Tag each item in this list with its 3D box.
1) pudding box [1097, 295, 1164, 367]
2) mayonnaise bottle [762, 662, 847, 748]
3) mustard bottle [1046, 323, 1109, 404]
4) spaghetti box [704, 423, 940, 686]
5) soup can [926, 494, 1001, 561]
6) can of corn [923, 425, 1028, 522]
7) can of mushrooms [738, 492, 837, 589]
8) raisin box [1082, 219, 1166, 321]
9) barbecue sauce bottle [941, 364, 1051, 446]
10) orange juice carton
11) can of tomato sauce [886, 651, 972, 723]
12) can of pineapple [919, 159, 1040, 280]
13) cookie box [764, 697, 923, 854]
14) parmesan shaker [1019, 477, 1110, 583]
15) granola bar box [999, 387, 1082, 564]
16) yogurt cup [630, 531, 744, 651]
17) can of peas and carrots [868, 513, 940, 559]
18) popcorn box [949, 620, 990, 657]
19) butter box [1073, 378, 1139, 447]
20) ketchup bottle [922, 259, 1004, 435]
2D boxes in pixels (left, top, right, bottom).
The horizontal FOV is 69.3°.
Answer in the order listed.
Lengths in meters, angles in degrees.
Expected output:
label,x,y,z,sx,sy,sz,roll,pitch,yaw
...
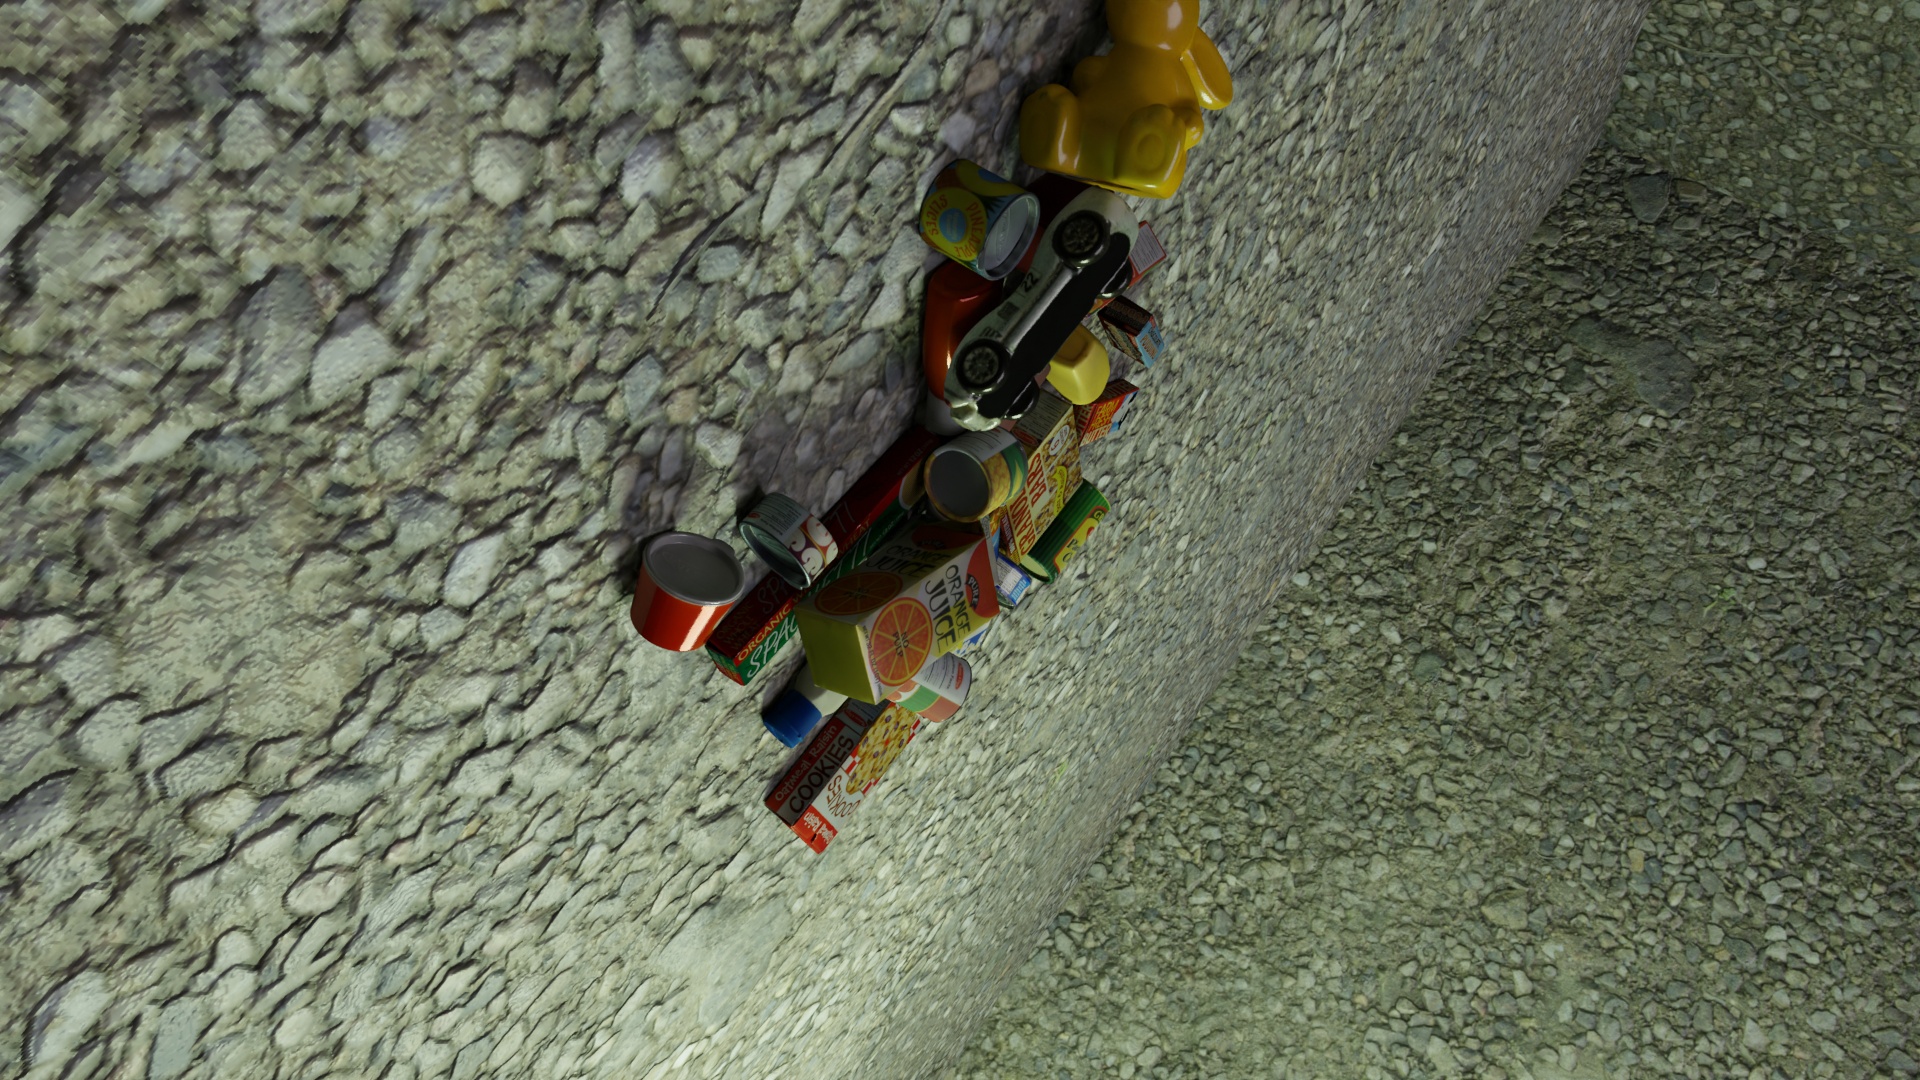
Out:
label,x,y,z,sx,sy,sz,roll,pitch,yaw
pudding box,0.166,-0.204,1.346,0.030,0.050,0.083,-54,159,-2
mayonnaise bottle,-0.110,0.114,1.210,0.148,0.041,0.064,-47,157,-21
mustard bottle,0.105,-0.157,1.266,0.049,0.065,0.160,-52,165,-1
spaghetti box,-0.102,0.009,1.090,0.251,0.029,0.050,-48,157,-22
soup can,0.004,-0.016,1.236,0.071,0.071,0.083,-45,156,-28
can of corn,0.012,-0.052,1.116,0.058,0.071,0.070,-34,150,-52
can of mushrooms,-0.121,0.001,0.981,0.033,0.071,0.070,-50,158,-21
raisin box,0.100,-0.211,1.144,0.086,0.040,0.124,-15,-161,50
barbecue sauce bottle,0.019,-0.099,1.179,0.148,0.044,0.065,-56,161,1
orange juice carton,-0.034,0.046,1.100,0.193,0.073,0.071,-34,122,-40
can of tomato sauce,-0.043,0.124,1.289,0.083,0.071,0.071,31,93,-32
can of pineapple,0.012,-0.222,0.964,0.071,0.058,0.070,-46,156,-27
cookie box,-0.110,0.218,1.357,0.168,0.040,0.122,-51,159,-15
parmesan shaker,0.100,-0.013,1.456,0.103,0.071,0.071,-51,159,-14
granola bar box,0.064,-0.056,1.348,0.124,0.039,0.165,-52,159,-15
yogurt cup,-0.181,0.035,0.905,0.073,0.072,0.053,-26,151,-54
can of peas and carrots,-0.036,0.021,1.195,0.059,0.071,0.070,-45,156,-26
popcorn box,-0.012,0.081,1.380,0.127,0.038,0.084,-25,143,-54
butter box,0.145,-0.133,1.439,0.104,0.024,0.053,-25,143,-54
ketchup bottle,-0.002,-0.145,1.065,0.065,0.043,0.148,-38,153,-35
